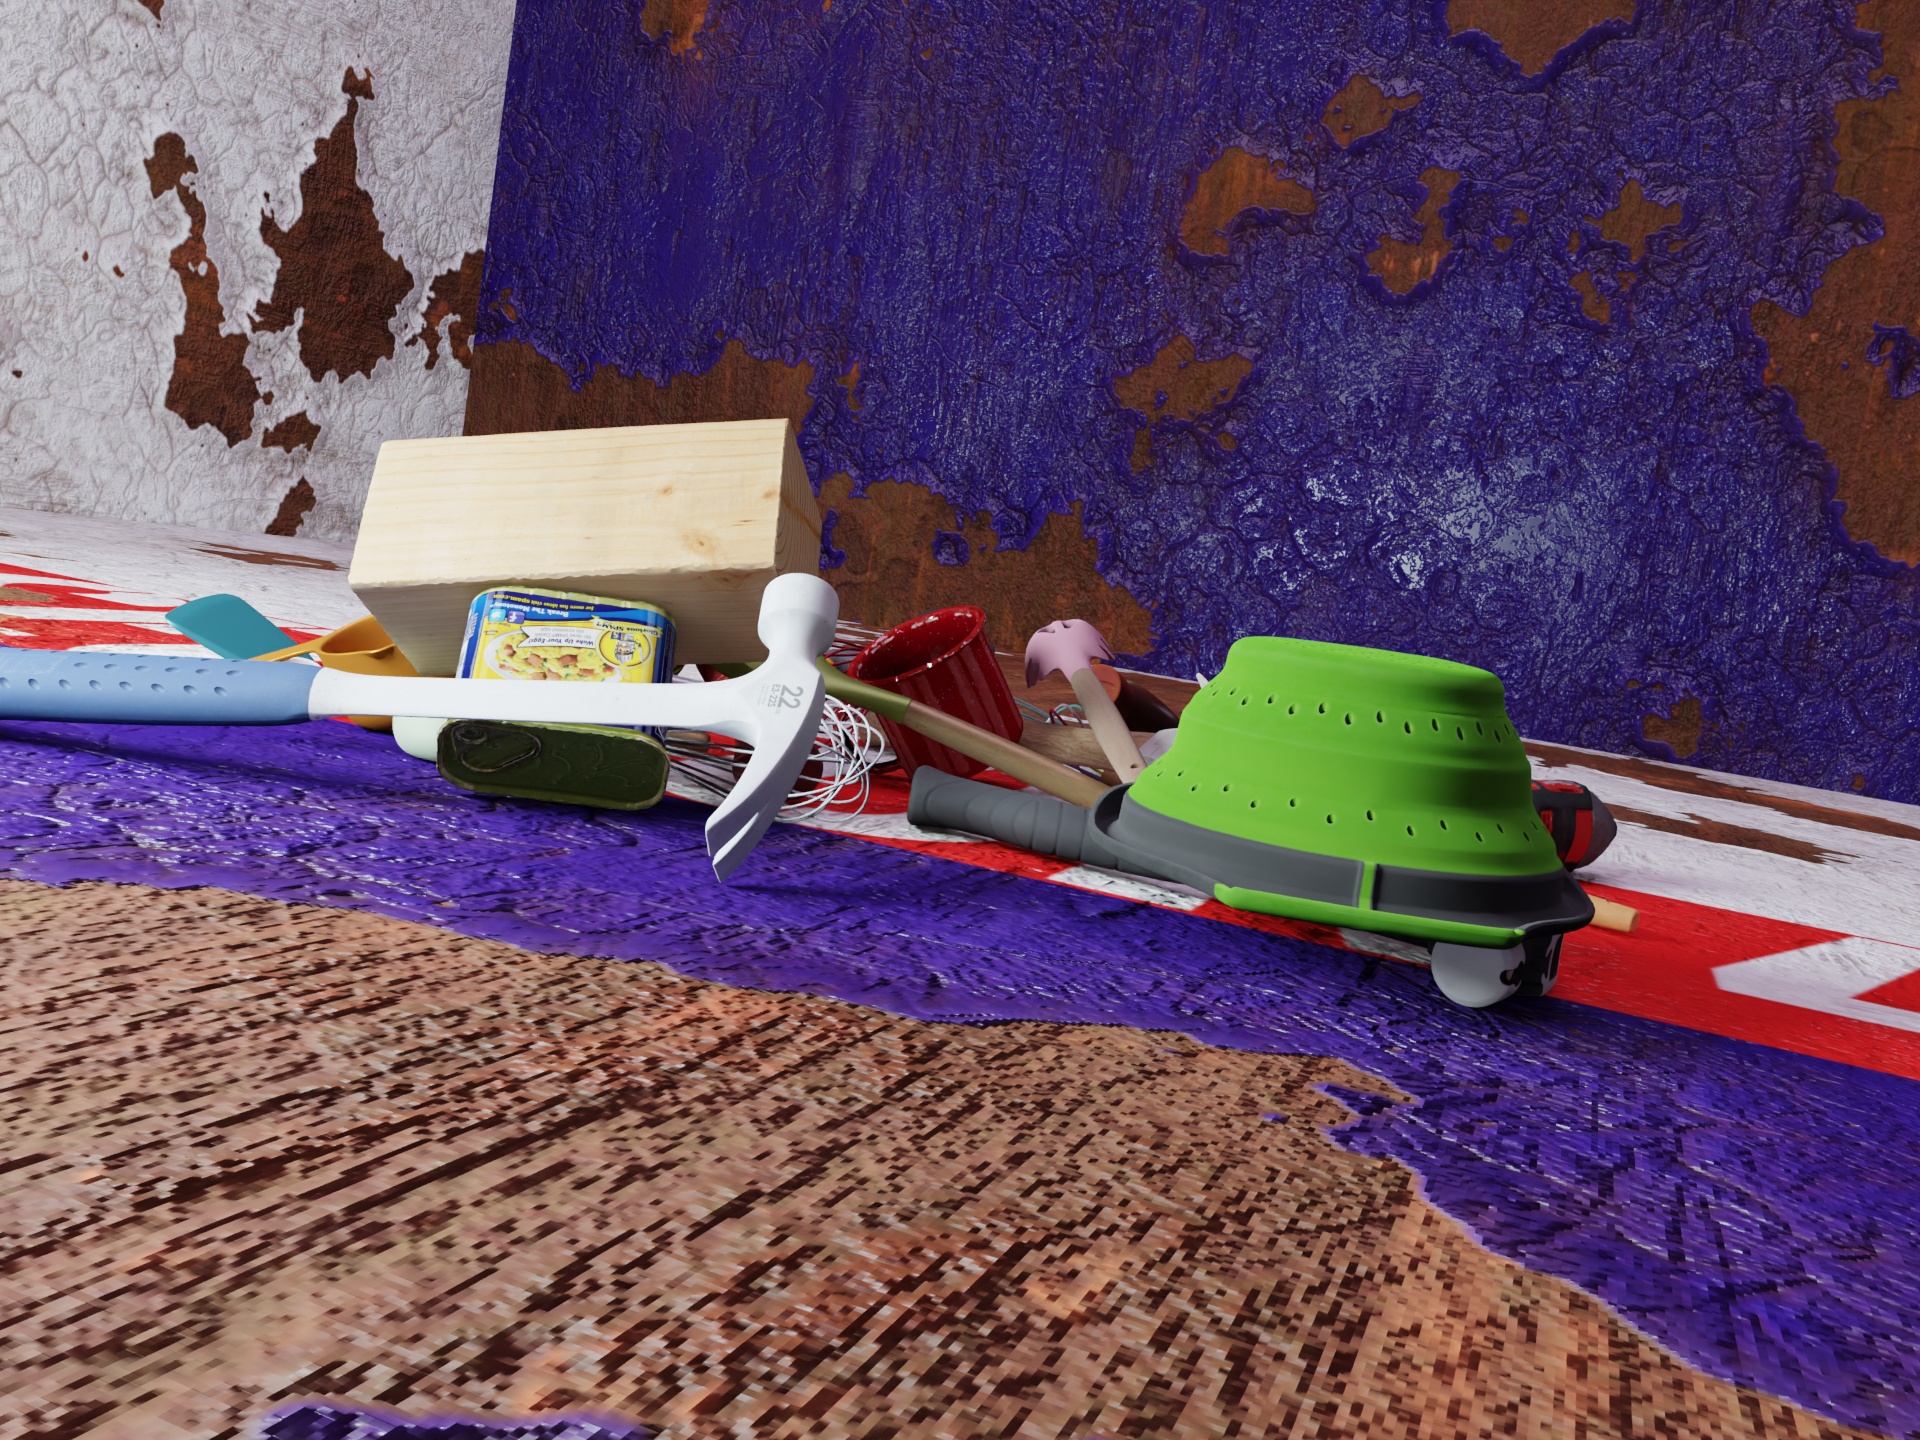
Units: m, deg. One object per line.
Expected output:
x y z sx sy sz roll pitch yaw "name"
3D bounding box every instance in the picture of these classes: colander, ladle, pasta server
0.169 0.010 0.734 0.204 0.094 0.397 8 6 6 "colander"
-0.001 -0.003 0.853 0.320 0.062 0.078 24 38 5 "ladle"
0.078 -0.009 0.923 0.060 0.040 0.316 -17 18 1 "pasta server"

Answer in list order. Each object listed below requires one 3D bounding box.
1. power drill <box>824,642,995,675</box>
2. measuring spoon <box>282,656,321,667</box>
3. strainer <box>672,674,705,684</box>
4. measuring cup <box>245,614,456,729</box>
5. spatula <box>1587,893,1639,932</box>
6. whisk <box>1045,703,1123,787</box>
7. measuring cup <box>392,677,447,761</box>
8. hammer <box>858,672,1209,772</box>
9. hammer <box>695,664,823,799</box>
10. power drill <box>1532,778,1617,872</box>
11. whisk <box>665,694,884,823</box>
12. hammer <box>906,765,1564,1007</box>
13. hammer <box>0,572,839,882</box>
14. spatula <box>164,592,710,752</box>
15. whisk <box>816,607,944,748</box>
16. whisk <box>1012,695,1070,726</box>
-0.091 -0.037 1.295 0.226 0.084 0.164 3 7 -14 "power drill"
-0.339 -0.009 0.919 0.124 0.018 0.034 14 40 -13 "measuring spoon"
-0.254 -0.032 1.173 0.258 0.050 0.087 13 -4 -13 "strainer"
-0.343 -0.019 0.877 0.173 0.052 0.095 -15 21 0 "measuring cup"
0.238 0.065 0.934 0.323 0.041 0.081 15 4 43 "spatula"
0.095 0.033 1.021 0.047 0.051 0.245 54 -6 -21 "whisk"
-0.293 -0.001 0.797 0.167 0.038 0.083 5 6 -22 "measuring cup"
0.042 0.011 1.023 0.130 0.031 0.331 -38 26 -30 "hammer"
-0.135 -0.035 0.992 0.149 0.036 0.359 -20 24 -13 "hammer"
0.326 0.050 1.077 0.143 0.078 0.220 5 9 -38 "power drill"
-0.160 0.009 0.821 0.285 0.070 0.070 6 3 34 "whisk"
0.113 0.067 0.746 0.335 0.035 0.146 12 7 34 "hammer"
-0.260 -0.007 0.664 0.405 0.035 0.144 2 49 4 "hammer"
-0.306 -0.023 0.956 0.317 0.044 0.082 10 14 -1 "spatula"
-0.065 -0.040 1.139 0.073 0.073 0.296 11 19 19 "whisk"
0.092 0.021 1.169 0.239 0.055 0.055 13 4 -12 "whisk"
